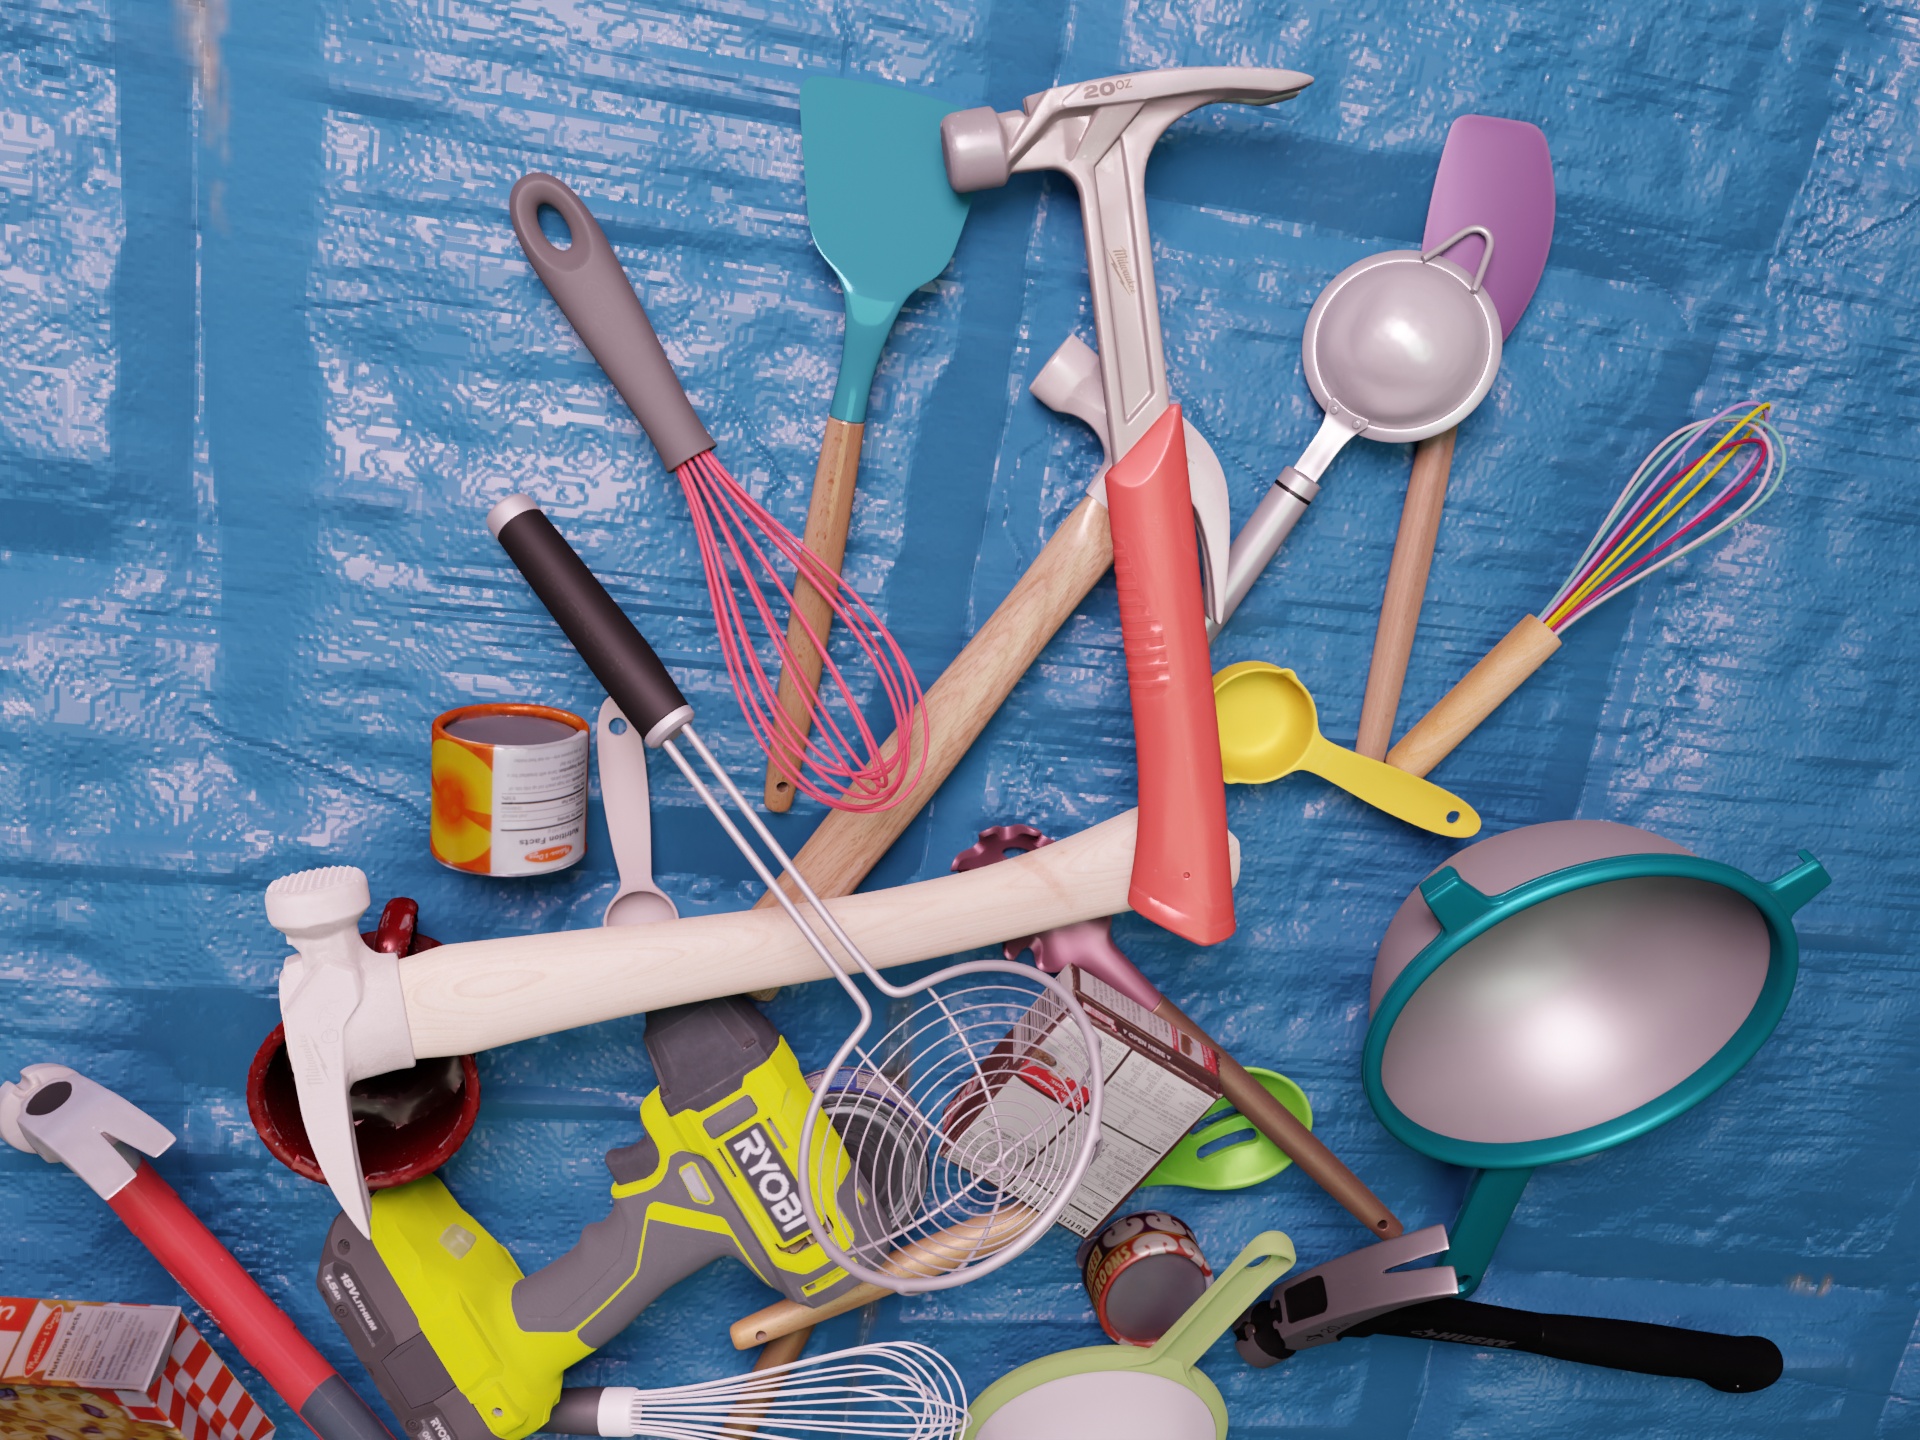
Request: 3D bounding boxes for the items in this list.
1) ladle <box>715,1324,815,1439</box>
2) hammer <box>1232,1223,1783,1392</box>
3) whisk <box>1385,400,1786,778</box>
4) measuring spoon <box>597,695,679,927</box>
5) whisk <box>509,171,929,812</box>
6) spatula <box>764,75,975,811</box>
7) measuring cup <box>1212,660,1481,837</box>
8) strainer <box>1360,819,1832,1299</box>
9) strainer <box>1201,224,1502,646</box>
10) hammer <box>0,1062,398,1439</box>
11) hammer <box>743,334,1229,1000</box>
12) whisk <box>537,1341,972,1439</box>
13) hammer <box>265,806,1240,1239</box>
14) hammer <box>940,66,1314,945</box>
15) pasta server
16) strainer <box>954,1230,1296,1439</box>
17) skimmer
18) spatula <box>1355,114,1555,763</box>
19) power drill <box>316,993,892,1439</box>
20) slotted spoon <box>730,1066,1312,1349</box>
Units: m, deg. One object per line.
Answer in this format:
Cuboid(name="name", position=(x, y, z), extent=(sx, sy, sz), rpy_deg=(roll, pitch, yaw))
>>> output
Cuboid(name="ladle", position=(-0.120, 0.384, 0.821), extent=(0.078, 0.062, 0.320), rpy_deg=(26, 98, -16))
Cuboid(name="hammer", position=(0.329, 0.338, 0.882), extent=(0.334, 0.035, 0.146), rpy_deg=(16, 139, -22))
Cuboid(name="whisk", position=(0.301, -0.059, 0.772), extent=(0.051, 0.047, 0.245), rpy_deg=(42, 100, -8))
Cuboid(name="measuring spoon", position=(-0.151, 0.048, 0.730), extent=(0.034, 0.018, 0.124), rpy_deg=(-6, 102, -8))
Cuboid(name="whisk", position=(-0.101, -0.090, 0.654), extent=(0.073, 0.073, 0.295), rpy_deg=(-30, 98, -1))
Cuboid(name="spatula", position=(-0.054, -0.108, 0.693), extent=(0.082, 0.044, 0.317), rpy_deg=(7, 111, -15))
Cuboid(name="measuring cup", position=(0.183, 0.019, 0.771), extent=(0.156, 0.029, 0.062), rpy_deg=(24, 103, -13))
Cuboid(name="strainer", position=(0.283, 0.170, 0.825), extent=(0.211, 0.095, 0.340), rpy_deg=(-2, 129, -9))
Cuboid(name="strainer", position=(0.158, -0.113, 0.720), extent=(0.087, 0.050, 0.258), rpy_deg=(37, 106, 11))
Cuboid(name="hammer", position=(-0.292, 0.314, 0.734), extent=(0.038, 0.143, 0.386), rpy_deg=(-45, 121, -35))
Cuboid(name="hammer", position=(-0.001, -0.002, 0.724), extent=(0.130, 0.031, 0.331), rpy_deg=(37, 100, -6))
Cuboid(name="whisk", position=(-0.136, 0.340, 0.781), extent=(0.284, 0.070, 0.070), rpy_deg=(-2, 109, 6))
Cuboid(name="hammer", position=(-0.068, 0.104, 0.684), extent=(0.410, 0.038, 0.146), rpy_deg=(-9, 100, -17))
Cuboid(name="hammer", position=(0.090, -0.082, 0.670), extent=(0.149, 0.037, 0.359), rpy_deg=(-9, 100, -2))
Cuboid(name="pasta server", position=(0.114, 0.161, 0.783), extent=(0.060, 0.040, 0.316), rpy_deg=(-45, 102, 6))
Cuboid(name="strainer", position=(0.099, 0.366, 0.818), extent=(0.151, 0.069, 0.256), rpy_deg=(23, 118, -19))
Cuboid(name="skimmer", position=(-0.084, 0.045, 0.607), extent=(0.127, 0.090, 0.363), rpy_deg=(-39, 78, 1))
Cuboid(name="spatula", position=(0.223, -0.116, 0.747), extent=(0.059, 0.018, 0.315), rpy_deg=(7, 105, -7))
Cuboid(name="power drill", position=(-0.167, 0.222, 0.730), extent=(0.223, 0.080, 0.171), rpy_deg=(-31, 93, 2))
Cuboid(name="slotted spoon", position=(0.032, 0.251, 0.811), extent=(0.313, 0.031, 0.070), rpy_deg=(-20, 105, -9))
